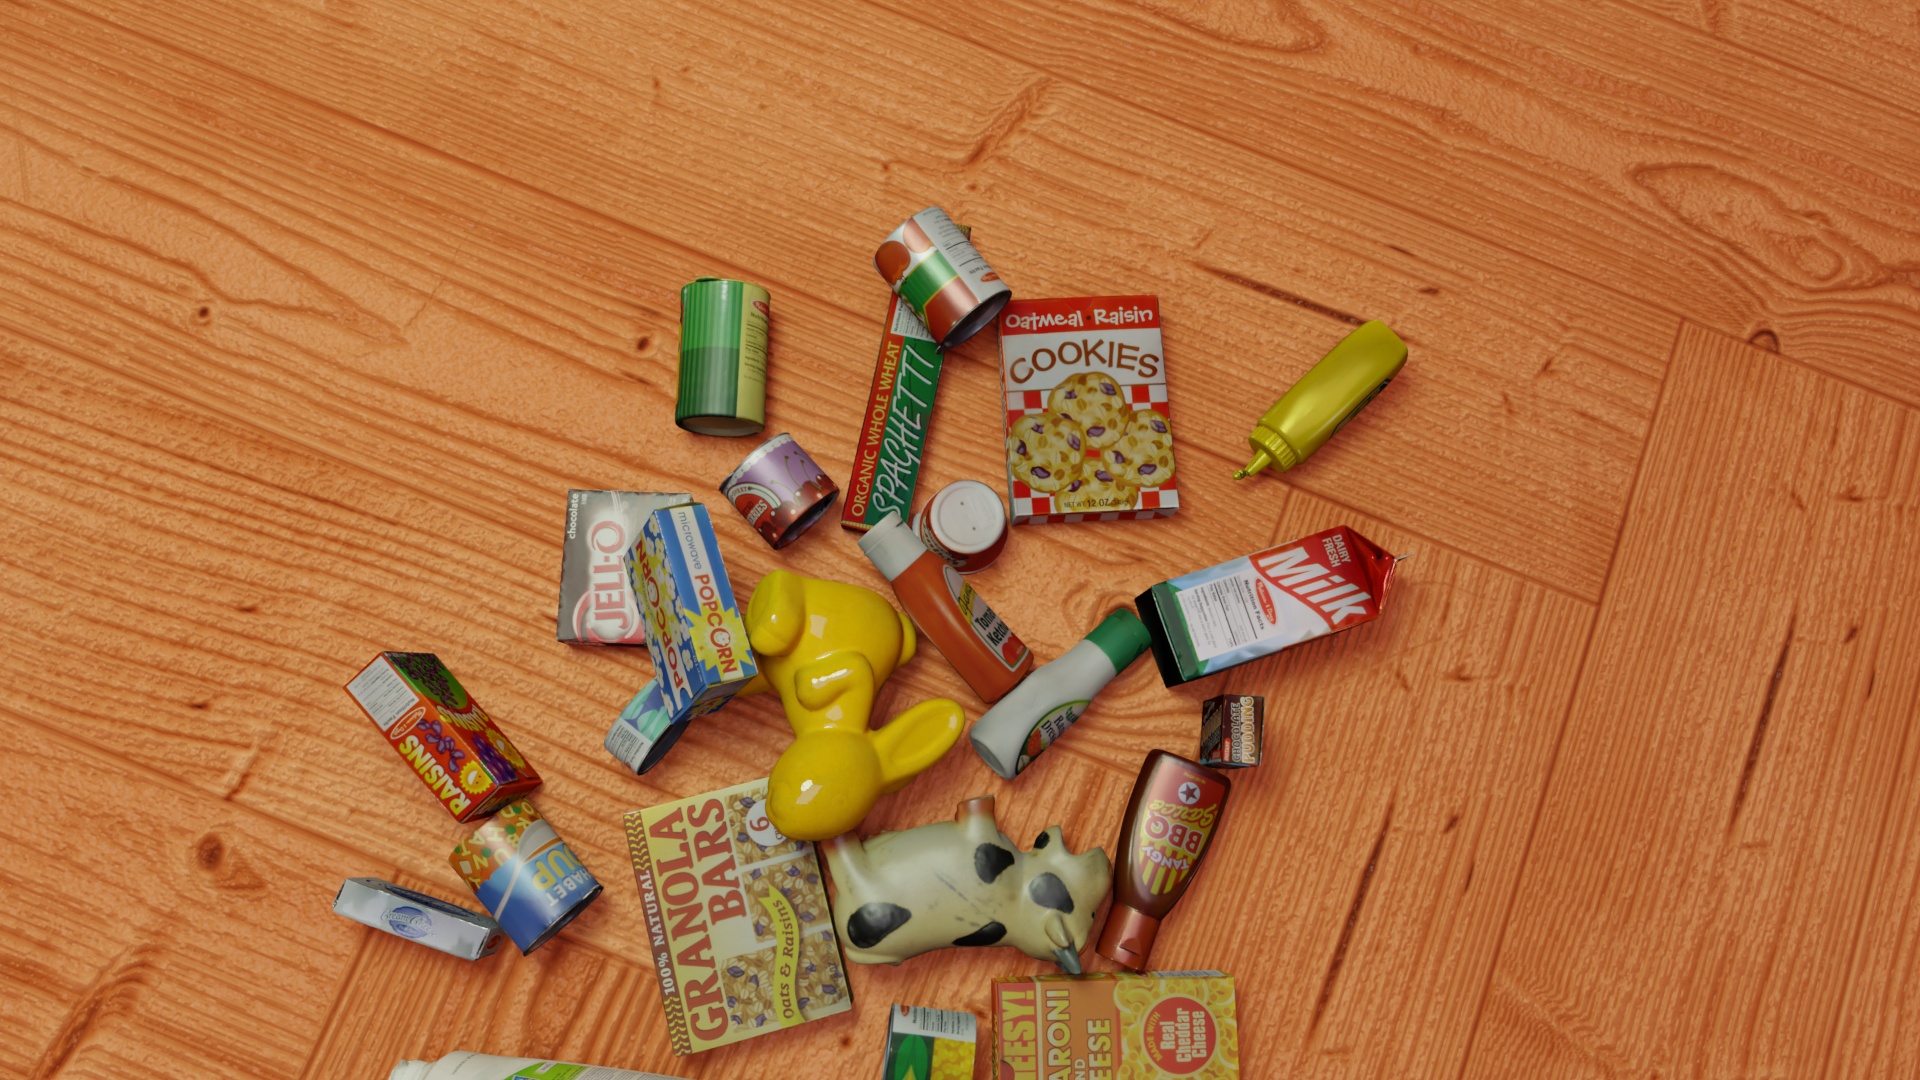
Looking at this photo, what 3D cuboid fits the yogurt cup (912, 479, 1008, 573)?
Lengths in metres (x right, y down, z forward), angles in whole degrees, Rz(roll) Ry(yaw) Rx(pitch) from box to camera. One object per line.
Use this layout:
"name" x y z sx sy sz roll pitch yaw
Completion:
"yogurt cup" 0.004 -0.013 1.016 0.072 0.054 0.072 1 79 -4

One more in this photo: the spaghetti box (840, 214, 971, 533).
"spaghetti box" -0.041 -0.123 1.048 0.050 0.028 0.250 12 78 -1

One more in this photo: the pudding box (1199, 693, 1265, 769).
"pudding box" 0.191 0.136 0.983 0.030 0.083 0.050 5 80 1

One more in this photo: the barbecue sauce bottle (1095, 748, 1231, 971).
"barbecue sauce bottle" 0.138 0.227 0.982 0.065 0.043 0.149 24 79 -5

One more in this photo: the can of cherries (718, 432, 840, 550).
"can of cherries" -0.131 -0.034 1.005 0.071 0.071 0.058 -42 85 -10

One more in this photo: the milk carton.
"milk carton" 0.232 0.043 1.010 0.191 0.072 0.073 -17 81 -5

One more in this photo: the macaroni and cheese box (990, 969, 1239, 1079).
"macaroni and cheese box" 0.106 0.363 0.955 0.167 0.040 0.124 0 78 -4

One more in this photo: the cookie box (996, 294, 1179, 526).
"cookie box" 0.094 -0.099 1.045 0.123 0.040 0.167 -3 79 -4

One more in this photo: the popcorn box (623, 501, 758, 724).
"popcorn box" -0.183 0.048 0.928 0.038 0.085 0.127 -10 72 -33

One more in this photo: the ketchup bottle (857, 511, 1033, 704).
"ketchup bottle" -0.012 0.046 0.991 0.043 0.065 0.149 -41 91 22

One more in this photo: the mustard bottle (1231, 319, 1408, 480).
"mustard bottle" 0.265 -0.097 1.046 0.160 0.065 0.049 -43 79 -4

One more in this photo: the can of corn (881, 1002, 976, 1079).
"can of corn" -0.022 0.352 0.937 0.058 0.071 0.071 8 79 -2

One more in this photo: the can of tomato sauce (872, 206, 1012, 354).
"can of tomato sauce" -0.015 -0.190 1.015 0.071 0.071 0.083 -38 83 -9

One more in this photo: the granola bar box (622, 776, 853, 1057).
"granola bar box" -0.153 0.255 0.962 0.124 0.039 0.165 -14 80 -6

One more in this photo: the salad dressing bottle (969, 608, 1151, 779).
"salad dressing bottle" 0.074 0.107 0.996 0.148 0.064 0.044 -40 61 -17

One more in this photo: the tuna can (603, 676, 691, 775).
"tuna can" -0.214 0.127 0.971 0.033 0.071 0.071 37 79 5

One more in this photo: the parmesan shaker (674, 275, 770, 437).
"parmesan shaker" -0.176 -0.134 1.020 0.071 0.071 0.103 2 79 -3

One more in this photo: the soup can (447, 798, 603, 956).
"soup can" -0.294 0.226 0.944 0.071 0.071 0.084 -41 84 -10

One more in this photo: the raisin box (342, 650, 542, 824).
"raisin box" -0.351 0.133 0.950 0.040 0.086 0.123 -42 84 -3

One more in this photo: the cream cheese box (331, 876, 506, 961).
"cream cheese box" -0.365 0.256 0.942 0.104 0.053 0.024 19 77 1
